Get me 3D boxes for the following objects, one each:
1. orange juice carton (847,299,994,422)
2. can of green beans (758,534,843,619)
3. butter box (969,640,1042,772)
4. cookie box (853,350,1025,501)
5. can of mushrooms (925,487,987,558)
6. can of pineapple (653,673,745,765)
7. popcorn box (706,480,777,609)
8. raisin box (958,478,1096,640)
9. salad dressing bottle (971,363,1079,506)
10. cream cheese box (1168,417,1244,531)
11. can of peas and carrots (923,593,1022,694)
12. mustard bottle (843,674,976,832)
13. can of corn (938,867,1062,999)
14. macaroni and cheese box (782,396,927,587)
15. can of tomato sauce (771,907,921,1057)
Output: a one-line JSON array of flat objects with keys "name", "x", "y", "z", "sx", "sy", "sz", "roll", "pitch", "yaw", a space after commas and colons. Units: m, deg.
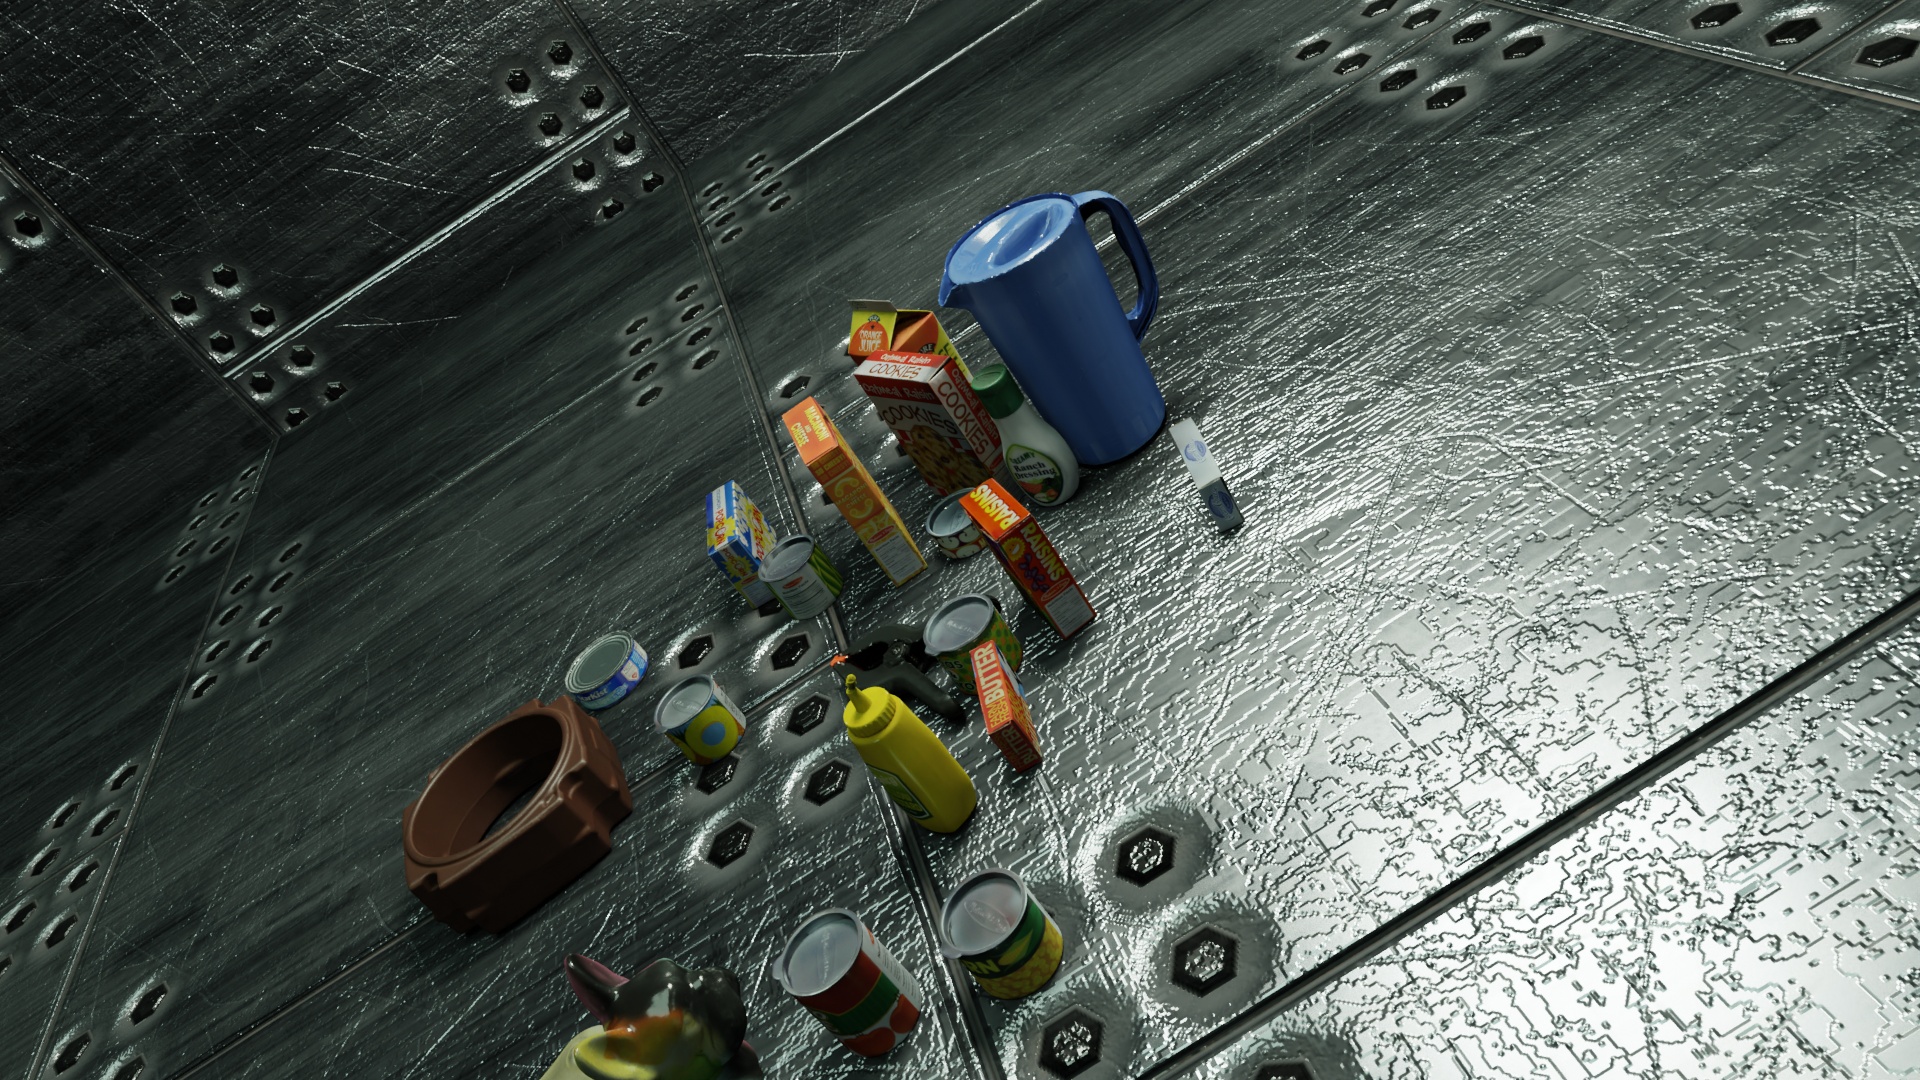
[{"name": "orange juice carton", "x": -0.047, "y": -0.175, "z": 1.447, "sx": 0.072, "sy": 0.192, "sz": 0.073, "roll": 12, "pitch": 54, "yaw": 49}, {"name": "can of green beans", "x": -0.160, "y": 0.037, "z": 1.395, "sx": 0.071, "sy": 0.057, "sz": 0.071, "roll": -23, "pitch": 34, "yaw": 17}, {"name": "butter box", "x": 0.035, "y": 0.131, "z": 1.103, "sx": 0.024, "sy": 0.053, "sz": 0.104, "roll": -28, "pitch": 33, "yaw": 10}, {"name": "cookie box", "x": -0.017, "y": -0.110, "z": 1.359, "sx": 0.123, "sy": 0.167, "sz": 0.040, "roll": 13, "pitch": 55, "yaw": 50}, {"name": "can of mushrooms", "x": 0.005, "y": -0.017, "z": 1.342, "sx": 0.071, "sy": 0.033, "sz": 0.071, "roll": -23, "pitch": 34, "yaw": 17}, {"name": "can of pineapple", "x": -0.244, "y": 0.169, "z": 1.296, "sx": 0.071, "sy": 0.057, "sz": 0.071, "roll": -23, "pitch": 34, "yaw": 17}, {"name": "popcorn box", "x": -0.231, "y": 0.003, "z": 1.477, "sx": 0.038, "sy": 0.085, "sz": 0.127, "roll": -30, "pitch": 32, "yaw": 7}, {"name": "raisin box", "x": 0.056, "y": 0.015, "z": 1.171, "sx": 0.040, "sy": 0.123, "sz": 0.086, "roll": -36, "pitch": 32, "yaw": -3}, {"name": "salad dressing bottle", "x": 0.060, "y": -0.098, "z": 1.294, "sx": 0.064, "sy": 0.147, "sz": 0.044, "roll": -7, "pitch": 41, "yaw": 37}, {"name": "cream cheese box", "x": 0.211, "y": -0.057, "z": 1.194, "sx": 0.024, "sy": 0.053, "sz": 0.104, "roll": -28, "pitch": 33, "yaw": 11}, {"name": "can of peas and carrots", "x": 0.010, "y": 0.090, "z": 1.174, "sx": 0.071, "sy": 0.058, "sz": 0.071, "roll": -23, "pitch": 34, "yaw": 17}, {"name": "mustard bottle", "x": -0.048, "y": 0.156, "z": 1.043, "sx": 0.065, "sy": 0.159, "sz": 0.049, "roll": 8, "pitch": 51, "yaw": 47}, {"name": "can of corn", "x": 0.026, "y": 0.265, "z": 0.929, "sx": 0.071, "sy": 0.058, "sz": 0.071, "roll": -23, "pitch": 34, "yaw": 17}, {"name": "macaroni and cheese box", "x": -0.103, "y": -0.049, "z": 1.356, "sx": 0.040, "sy": 0.166, "sz": 0.124, "roll": -34, "pitch": 32, "yaw": 1}, {"name": "can of tomato sauce", "x": -0.076, "y": 0.303, "z": 0.947, "sx": 0.071, "sy": 0.083, "sz": 0.071, "roll": -23, "pitch": 34, "yaw": 17}]
